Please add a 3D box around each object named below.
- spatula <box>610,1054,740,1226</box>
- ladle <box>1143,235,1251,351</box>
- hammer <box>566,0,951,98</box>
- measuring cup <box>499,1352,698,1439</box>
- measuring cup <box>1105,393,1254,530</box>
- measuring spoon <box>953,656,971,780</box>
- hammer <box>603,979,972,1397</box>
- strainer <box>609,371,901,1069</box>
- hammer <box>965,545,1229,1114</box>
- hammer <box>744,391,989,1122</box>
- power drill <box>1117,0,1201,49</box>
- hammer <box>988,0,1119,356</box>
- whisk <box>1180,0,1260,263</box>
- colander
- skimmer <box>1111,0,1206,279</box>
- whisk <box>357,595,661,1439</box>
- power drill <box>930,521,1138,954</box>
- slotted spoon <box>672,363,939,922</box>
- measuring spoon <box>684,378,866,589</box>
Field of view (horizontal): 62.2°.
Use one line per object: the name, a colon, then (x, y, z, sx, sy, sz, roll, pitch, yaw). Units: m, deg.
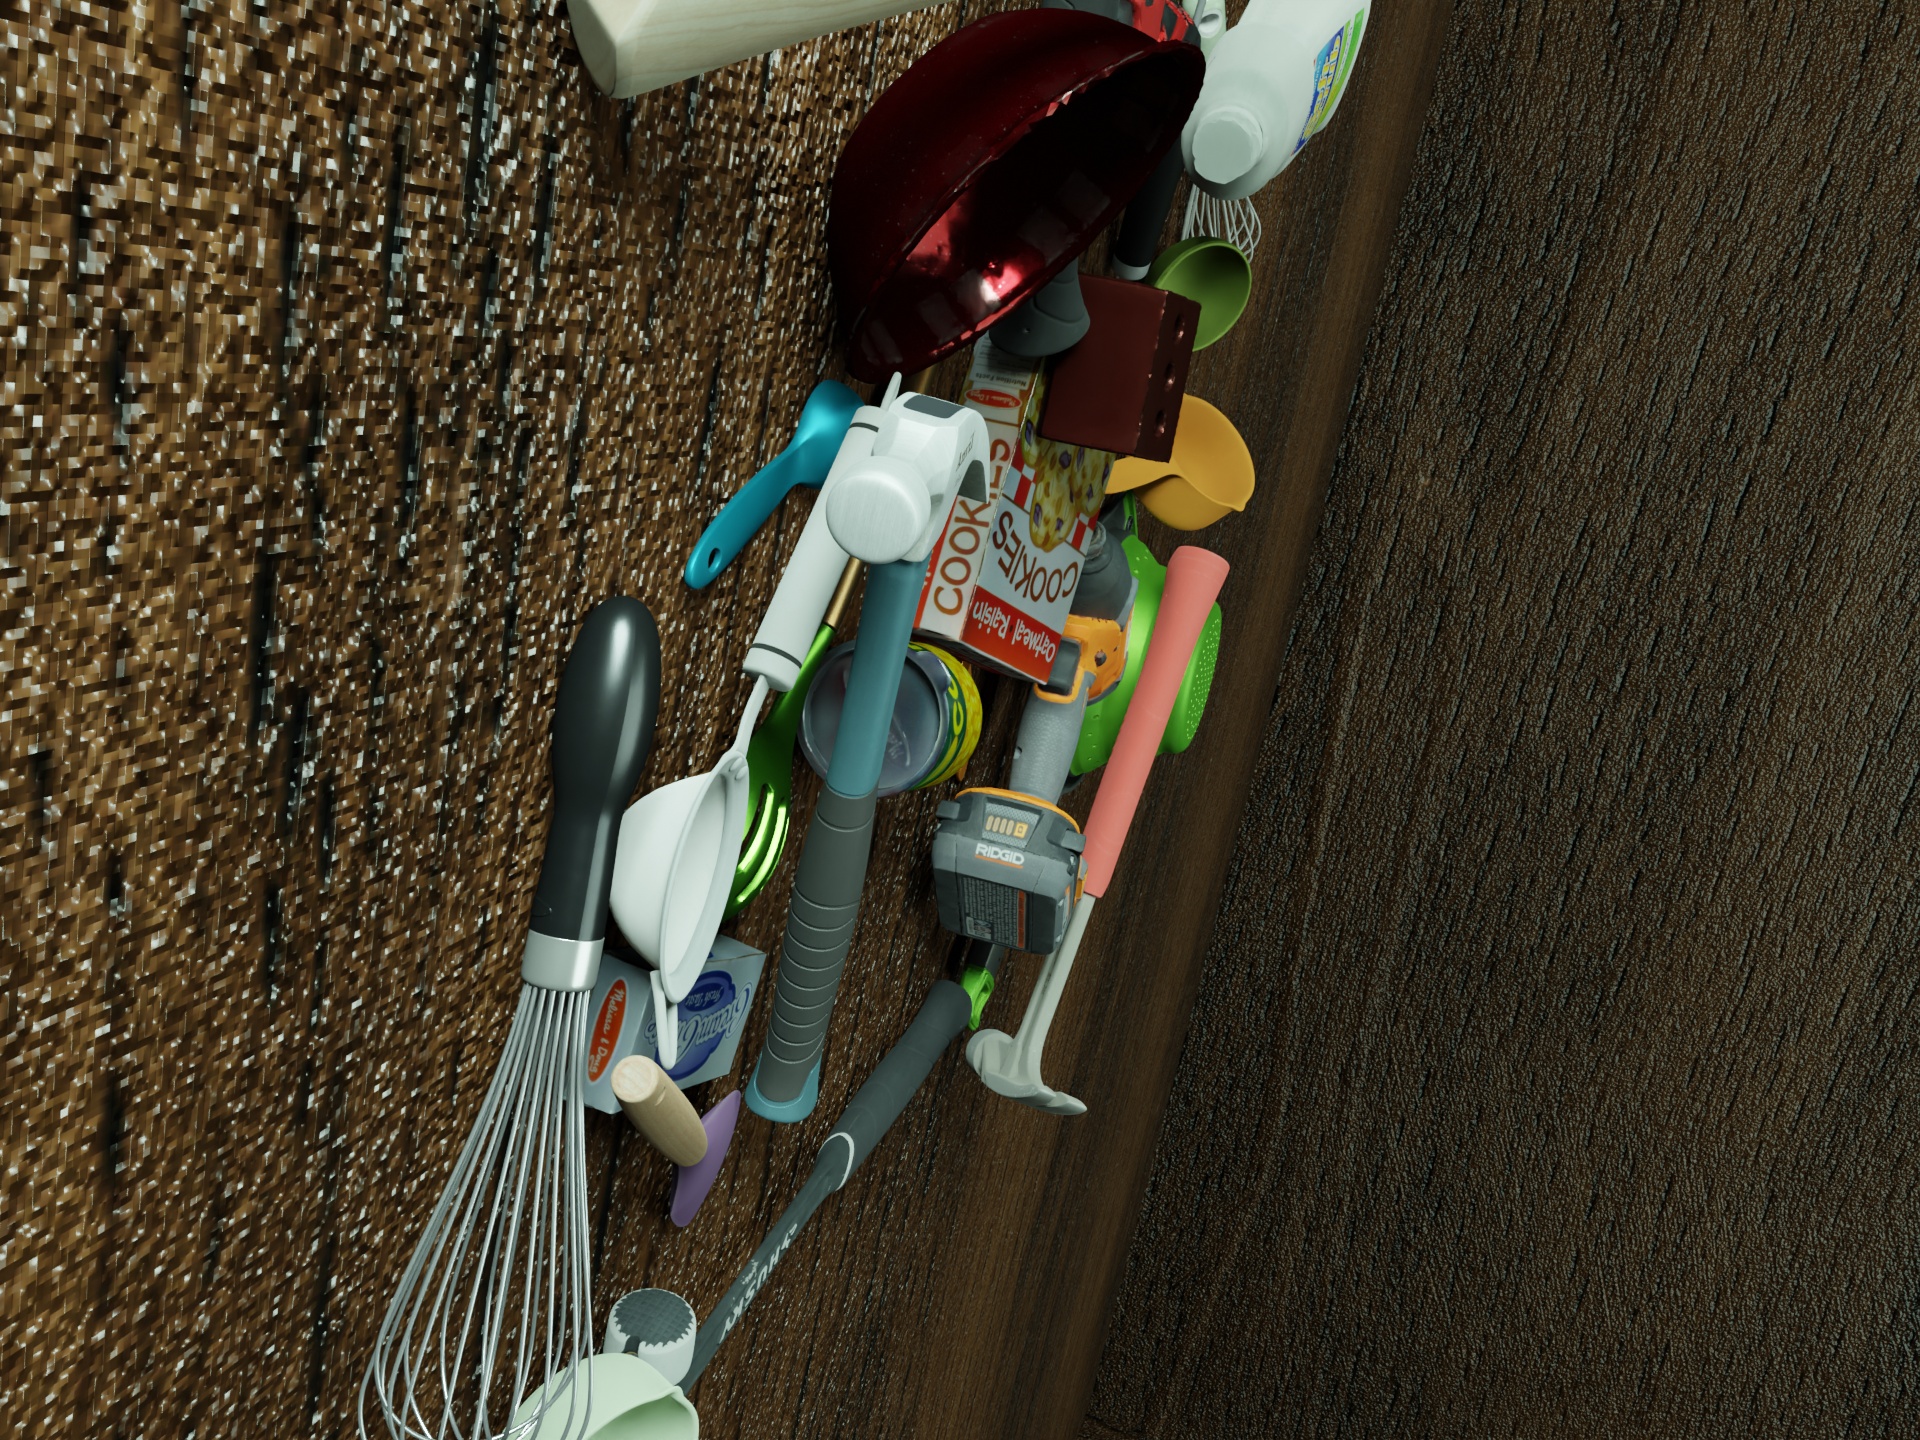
spatula: (-0.099, 0.148, 0.570, 0.315, 0.018, 0.060, 102, 12, -70)
ladle: (0.099, -0.201, 0.949, 0.078, 0.062, 0.320, 93, 23, -43)
hammer: (0.080, -0.246, 0.468, 0.410, 0.038, 0.146, -26, 164, -21)
measuring cup: (-0.119, 0.290, 0.628, 0.083, 0.038, 0.167, -57, 145, -5)
measuring cup: (0.129, -0.165, 1.087, 0.173, 0.095, 0.052, -22, 172, -42)
measuring spoon: (-0.001, -0.003, 0.886, 0.116, 0.011, 0.021, 91, 19, -53)
hammer: (-0.074, 0.248, 0.833, 0.409, 0.036, 0.149, -43, 147, -63)
strainer: (-0.070, -0.011, 0.549, 0.086, 0.050, 0.258, 87, 24, -73)
hammer: (0.095, 0.060, 0.974, 0.359, 0.036, 0.149, -69, -166, -10)
hammer: (-0.043, 0.032, 0.598, 0.128, 0.033, 0.330, -64, 171, -56)
power drill: (0.068, -0.330, 0.682, 0.219, 0.078, 0.143, 90, 22, -53)
hammer: (0.038, -0.259, 0.586, 0.334, 0.146, 0.035, 98, 14, -60)
whisk: (0.163, -0.374, 1.030, 0.246, 0.058, 0.059, 66, 8, -62)
colander: (0.100, 0.032, 1.089, 0.204, 0.094, 0.397, 71, 36, -63)
skimmer: (0.099, -0.391, 0.808, 0.363, 0.090, 0.127, 103, 8, -50)
whisk: (-0.125, 0.103, 0.477, 0.070, 0.070, 0.284, 5, 96, -74)
power drill: (0.049, 0.002, 0.908, 0.164, 0.084, 0.227, 86, 19, -63)
slotted spoon: (-0.048, -0.061, 0.631, 0.070, 0.031, 0.314, 59, 47, -66)
measuring spoon: (-0.060, -0.081, 0.571, 0.129, 0.021, 0.042, -59, 158, -47)
